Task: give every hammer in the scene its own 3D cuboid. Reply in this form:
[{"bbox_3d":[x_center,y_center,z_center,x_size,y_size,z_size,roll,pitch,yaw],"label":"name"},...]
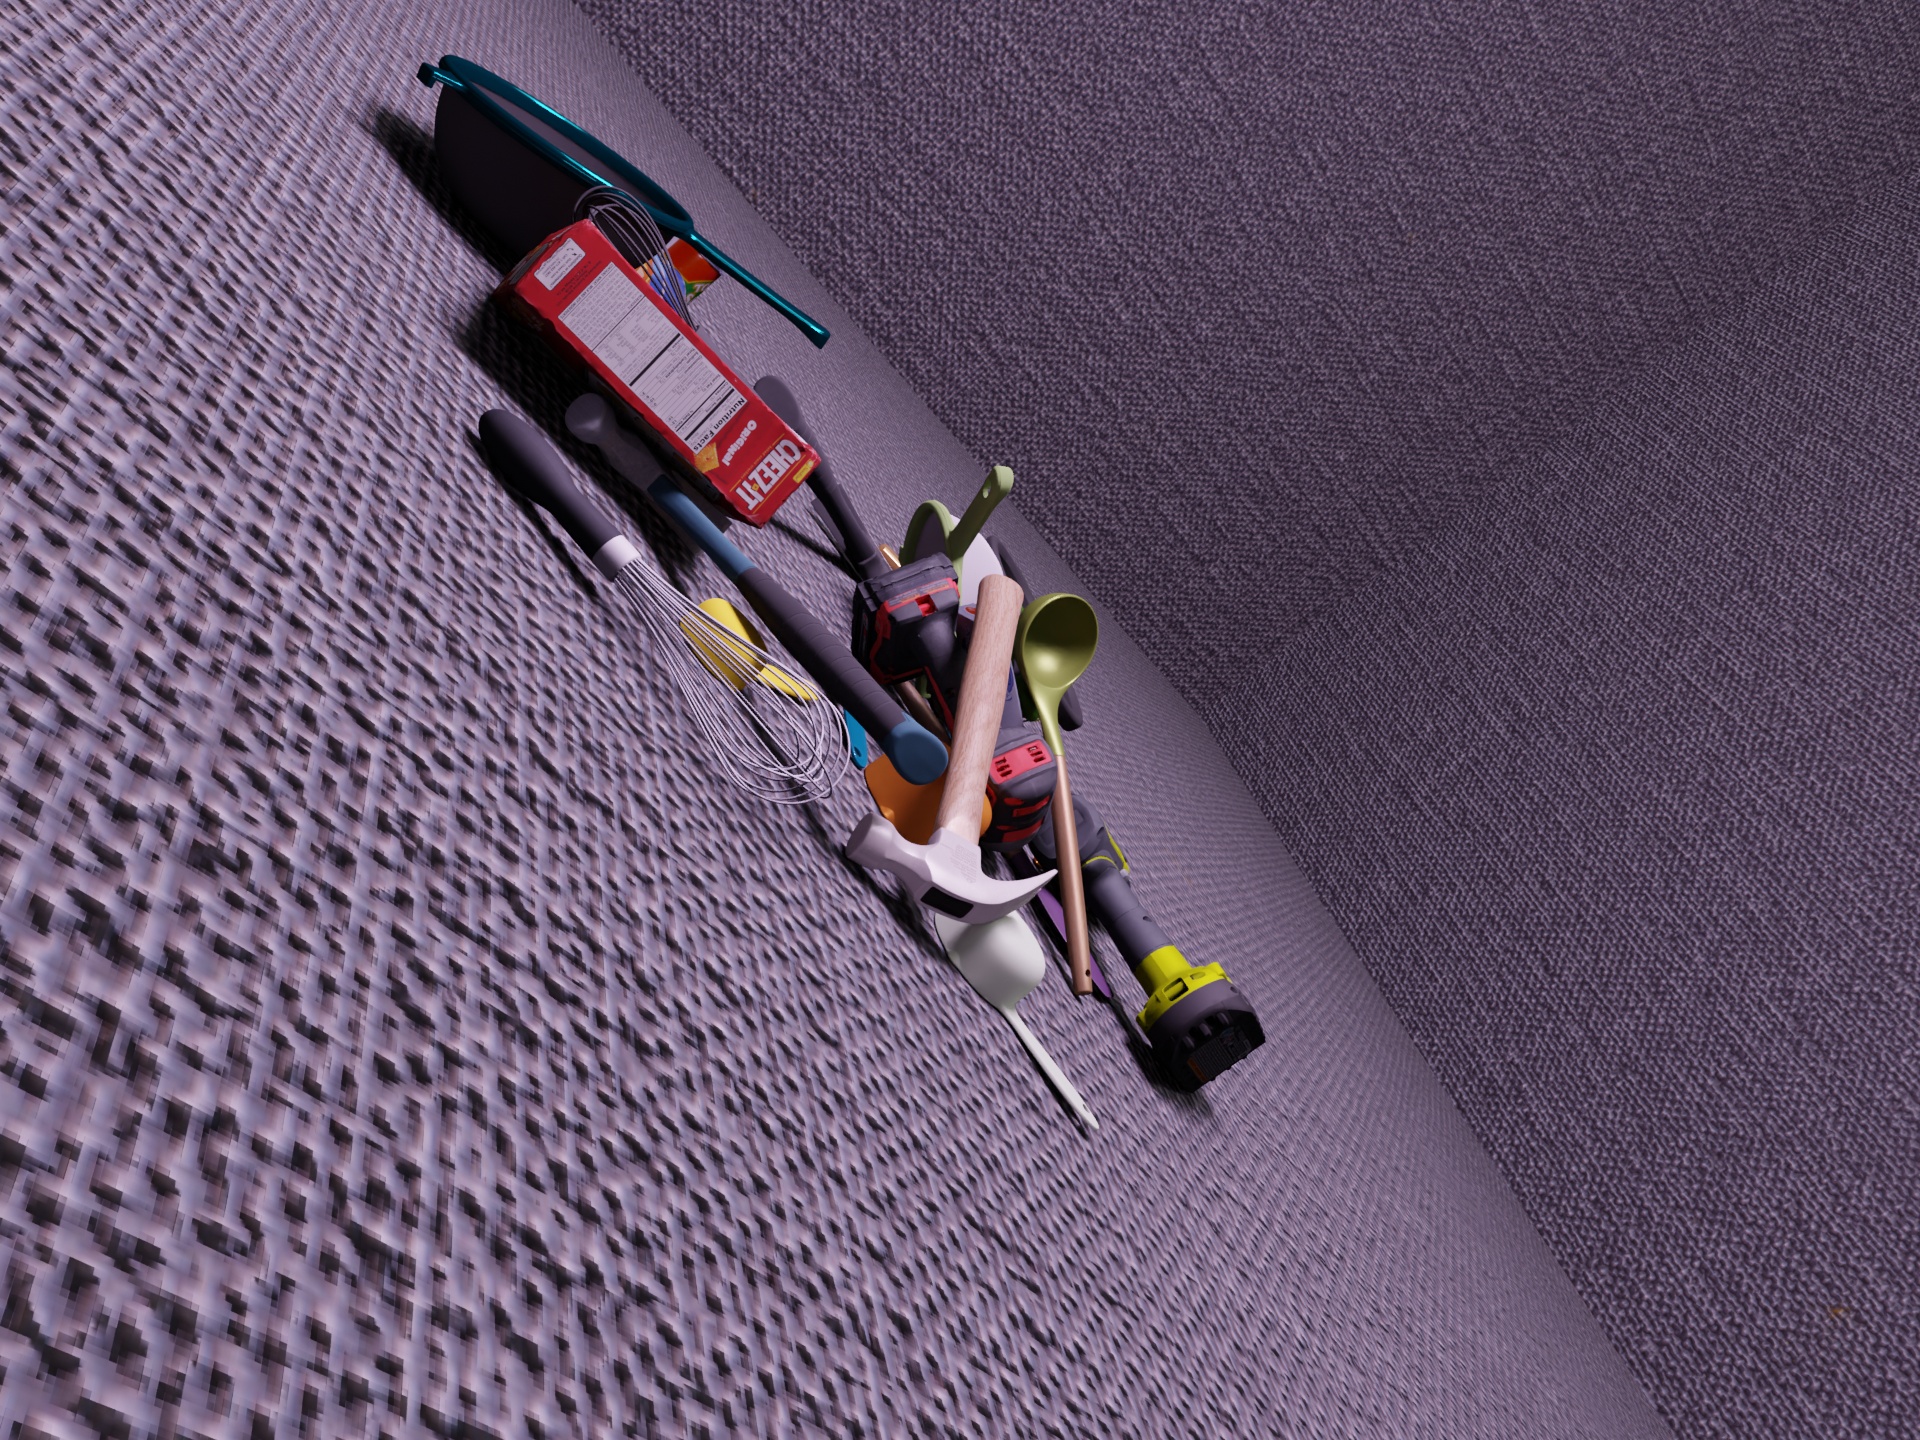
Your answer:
[{"bbox_3d":[0.013,0.006,1.060,0.130,0.031,0.332,31,37,-15],"label":"hammer"},{"bbox_3d":[-0.122,-0.077,0.979,0.331,0.033,0.128,45,0,28],"label":"hammer"},{"bbox_3d":[-0.117,-0.202,1.369,0.146,0.035,0.334,58,-1,21],"label":"hammer"}]

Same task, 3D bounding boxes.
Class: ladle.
[{"bbox_3d":[0.084,0.050,1.214,0.078,0.062,0.320,17,58,-39],"label":"ladle"}]

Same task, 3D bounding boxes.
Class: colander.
[{"bbox_3d":[0.032,-0.048,1.465,0.204,0.094,0.397,63,9,-12],"label":"colander"}]

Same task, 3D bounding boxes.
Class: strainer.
[{"bbox_3d":[0.015,-0.133,1.315,0.069,0.256,0.152,1,65,-20],"label":"strainer"},{"bbox_3d":[-0.262,-0.362,1.210,0.340,0.095,0.211,35,15,-13],"label":"strainer"}]

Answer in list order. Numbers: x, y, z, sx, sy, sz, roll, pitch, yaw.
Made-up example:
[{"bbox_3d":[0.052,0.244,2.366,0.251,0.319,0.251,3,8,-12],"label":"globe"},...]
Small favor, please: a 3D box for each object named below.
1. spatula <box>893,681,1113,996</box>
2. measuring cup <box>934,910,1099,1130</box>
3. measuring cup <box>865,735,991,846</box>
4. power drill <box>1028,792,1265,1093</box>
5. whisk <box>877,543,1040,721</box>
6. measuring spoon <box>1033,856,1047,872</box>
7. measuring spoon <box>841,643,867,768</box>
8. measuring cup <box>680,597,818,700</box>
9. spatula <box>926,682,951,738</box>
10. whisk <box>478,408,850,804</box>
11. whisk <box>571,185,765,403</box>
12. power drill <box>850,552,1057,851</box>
[{"bbox_3d":[0.030,0.087,1.264,0.316,0.018,0.059,56,7,19],"label":"spatula"},{"bbox_3d":[0.047,0.174,0.984,0.168,0.038,0.083,53,11,21],"label":"measuring cup"},{"bbox_3d":[0.007,0.083,1.081,0.174,0.052,0.095,52,10,13],"label":"measuring cup"},{"bbox_3d":[0.145,0.178,1.274,0.229,0.080,0.190,55,0,30],"label":"power drill"},{"bbox_3d":[-0.002,-0.089,1.647,0.245,0.047,0.051,47,-29,1],"label":"whisk"},{"bbox_3d":[0.085,0.129,1.382,0.021,0.011,0.116,56,15,21],"label":"measuring spoon"},{"bbox_3d":[-0.085,-0.008,1.124,0.042,0.021,0.129,42,23,-39],"label":"measuring spoon"},{"bbox_3d":[-0.121,-0.040,1.014,0.062,0.029,0.156,56,14,23],"label":"measuring cup"},{"bbox_3d":[-0.006,-0.022,1.406,0.082,0.044,0.318,45,11,-36],"label":"spatula"},{"bbox_3d":[-0.166,-0.064,0.865,0.284,0.070,0.070,47,10,5],"label":"whisk"},{"bbox_3d":[-0.193,-0.279,1.148,0.238,0.055,0.055,52,9,-29],"label":"whisk"},{"bbox_3d":[-0.002,-0.004,1.204,0.220,0.078,0.143,60,-18,23],"label":"power drill"}]
